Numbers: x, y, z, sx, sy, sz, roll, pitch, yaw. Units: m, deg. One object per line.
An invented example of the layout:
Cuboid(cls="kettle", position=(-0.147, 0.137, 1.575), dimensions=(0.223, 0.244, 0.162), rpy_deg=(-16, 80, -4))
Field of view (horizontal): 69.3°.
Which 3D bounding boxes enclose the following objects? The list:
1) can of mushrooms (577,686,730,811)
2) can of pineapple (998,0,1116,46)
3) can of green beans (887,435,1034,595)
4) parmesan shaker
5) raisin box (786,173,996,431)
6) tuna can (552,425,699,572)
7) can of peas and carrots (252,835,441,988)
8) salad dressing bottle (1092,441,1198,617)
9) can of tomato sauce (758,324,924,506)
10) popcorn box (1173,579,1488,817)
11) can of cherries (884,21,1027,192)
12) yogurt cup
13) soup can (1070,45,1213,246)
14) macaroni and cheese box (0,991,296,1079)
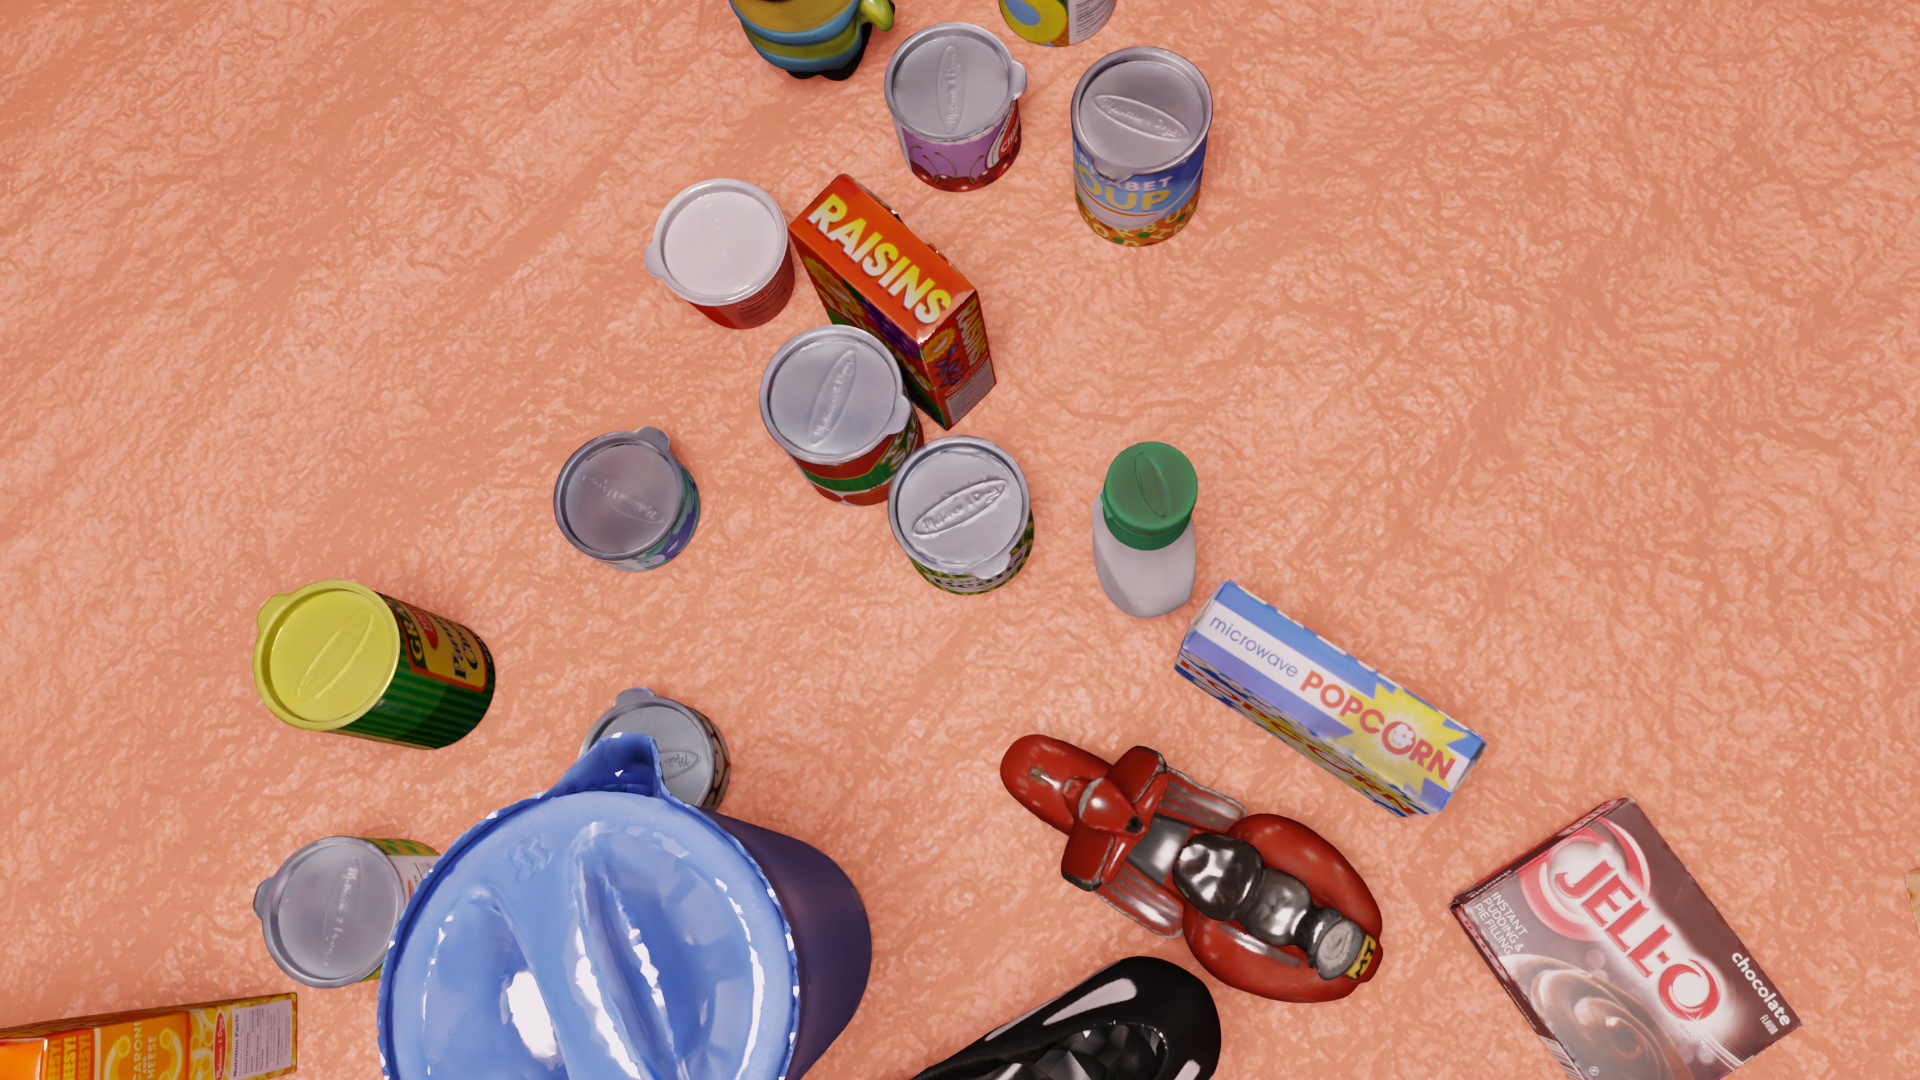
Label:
Cuboid(cls="can of mushrooms", position=(-0.145, 0.106, 0.662), dimensions=(0.071, 0.033, 0.071), rpy_deg=(-1, 76, 5))
Cuboid(cls="can of pineapple", position=(0.049, -0.305, 0.730), dimensions=(0.071, 0.057, 0.071), rpy_deg=(-1, 77, 5))
Cuboid(cls="can of green beans", position=(0.002, -0.010, 0.663), dimensions=(0.071, 0.057, 0.071), rpy_deg=(-1, 77, 5))
Cuboid(cls="parmesan shaker", position=(-0.271, 0.059, 0.650), dimensions=(0.071, 0.103, 0.071), rpy_deg=(-1, 77, 5))
Cuboid(cls="raisin box", position=(-0.028, -0.109, 0.656), dimensions=(0.086, 0.123, 0.040), rpy_deg=(44, 85, 13))
Cuboid(cls="tuna can", position=(-0.165, -0.021, 0.695), dimensions=(0.071, 0.032, 0.071), rpy_deg=(-1, 76, 5))
Cuboid(cls="can of peas and carrots", position=(-0.279, 0.171, 0.646), dimensions=(0.071, 0.058, 0.071), rpy_deg=(-1, 77, 5))
Cuboid(cls="salad dressing bottle", position=(0.081, -0.005, 0.608), dimensions=(0.044, 0.147, 0.064), rpy_deg=(-19, 76, 1))
Cuboid(cls="can of tomato sauce", position=(-0.053, -0.057, 0.667), dimensions=(0.071, 0.083, 0.071), rpy_deg=(-1, 77, 5))
Cuboid(cls="popcorn box", position=(0.157, 0.071, 0.614), dimensions=(0.127, 0.085, 0.038), rpy_deg=(33, 82, 12))
Cuboid(cls="can of cherries", position=(0.000, -0.221, 0.714), dimensions=(0.071, 0.058, 0.071), rpy_deg=(-1, 77, 5))
Cuboid(cls="yogurt cup", position=(-0.117, -0.143, 0.709), dimensions=(0.072, 0.054, 0.072), rpy_deg=(-1, 77, 5))
Cuboid(cls="soup can", position=(0.087, -0.189, 0.685), dimensions=(0.071, 0.083, 0.071), rpy_deg=(-1, 77, 5))
Cuboid(cls="macaroni and cheese box", position=(-0.386, 0.224, 0.588), dimensions=(0.124, 0.166, 0.040), rpy_deg=(-8, 76, 4))
